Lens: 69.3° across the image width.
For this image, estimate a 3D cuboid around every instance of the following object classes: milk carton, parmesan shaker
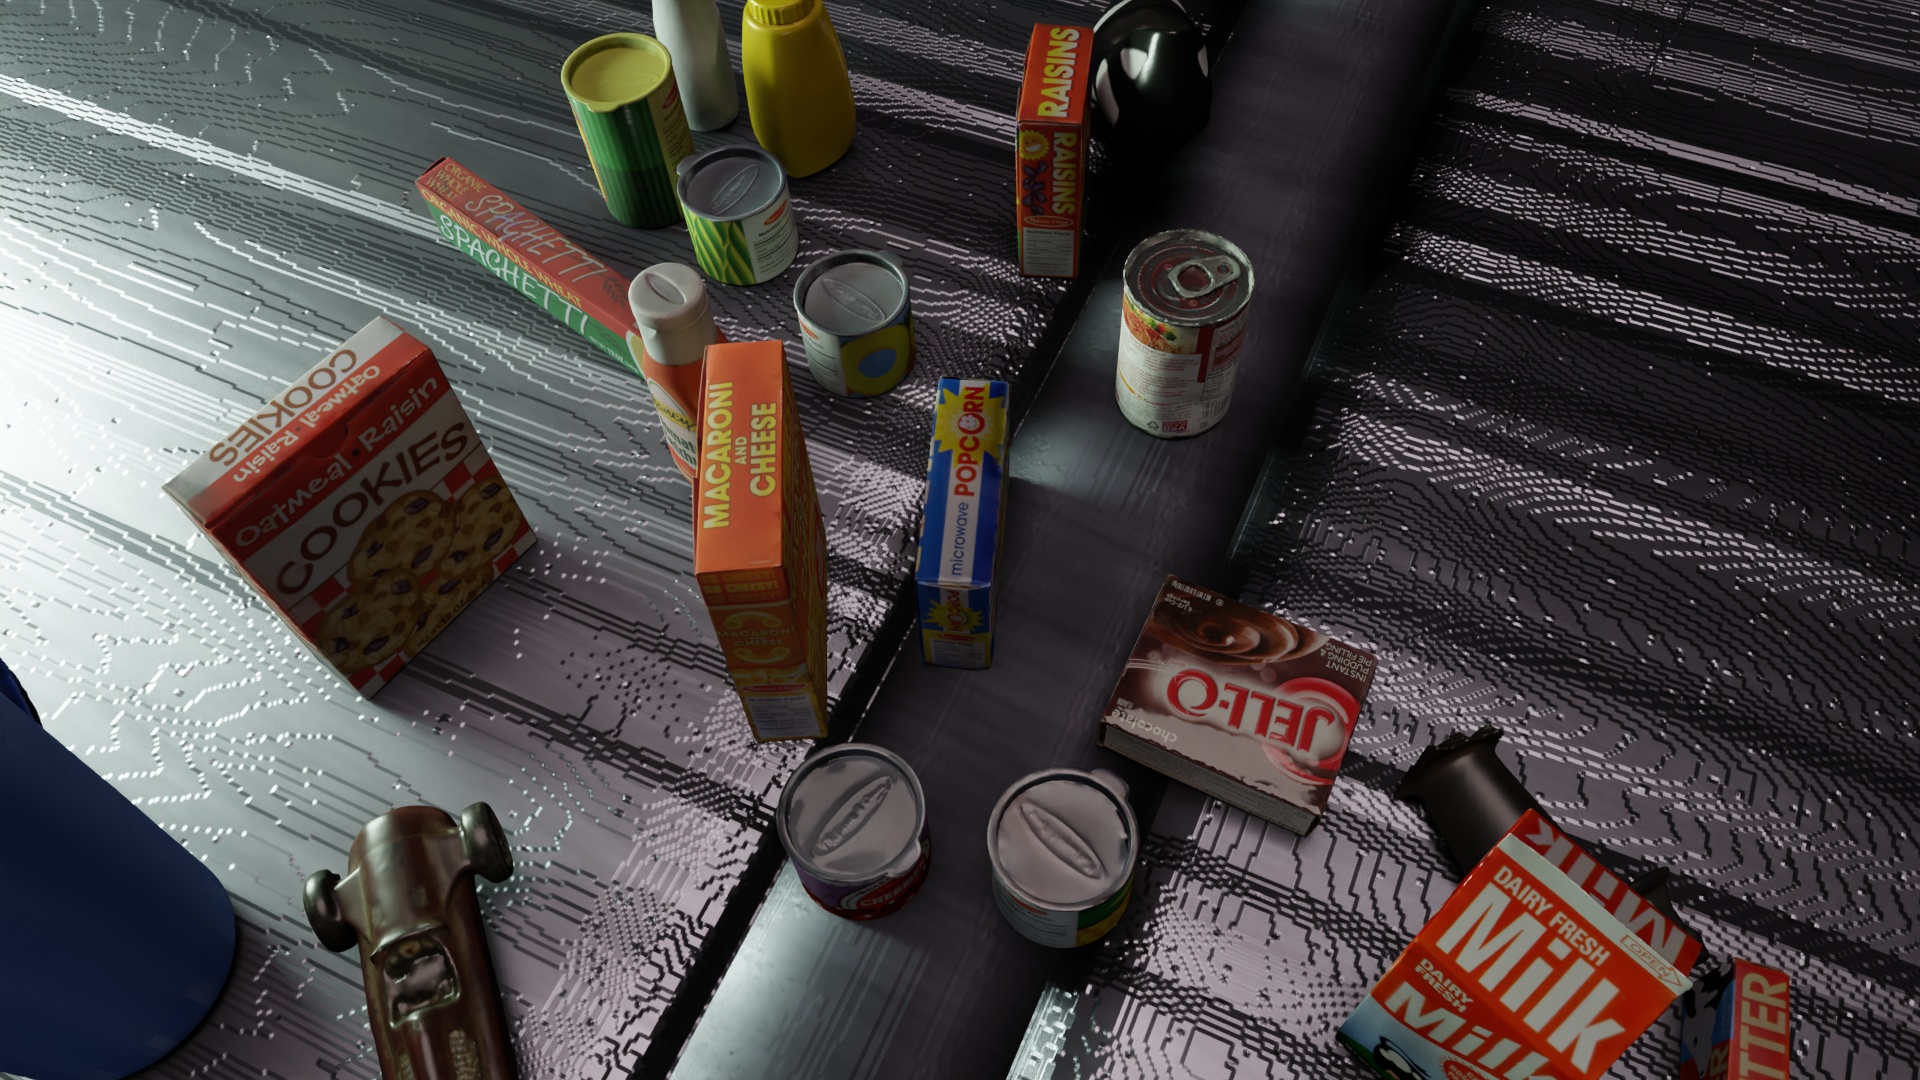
[{"bbox_3d":[0.210,0.168,0.527,0.074,0.189,0.072,-40,64,-20],"label":"milk carton"},{"bbox_3d":[-0.204,-0.252,0.869,0.071,0.102,0.071,-1,57,2],"label":"parmesan shaker"}]

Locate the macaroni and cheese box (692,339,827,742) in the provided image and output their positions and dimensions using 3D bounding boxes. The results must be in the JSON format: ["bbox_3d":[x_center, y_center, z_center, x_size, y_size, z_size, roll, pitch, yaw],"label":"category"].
[{"bbox_3d":[-0.092,0.006,0.660,0.040,0.165,0.124,-4,57,0],"label":"macaroni and cheese box"}]

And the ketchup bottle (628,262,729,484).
[{"bbox_3d":[-0.138,-0.082,0.729,0.065,0.148,0.044,37,66,23],"label":"ketchup bottle"}]

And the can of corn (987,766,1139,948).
[{"bbox_3d":[0.048,0.143,0.629,0.071,0.058,0.071,-1,57,2],"label":"can of corn"}]

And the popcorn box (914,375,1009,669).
[{"bbox_3d":[0.003,-0.009,0.713,0.038,0.084,0.127,3,57,5],"label":"popcorn box"}]

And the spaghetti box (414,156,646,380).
[{"bbox_3d":[-0.237,-0.156,0.840,0.250,0.050,0.029,35,65,22],"label":"spaghetti box"}]

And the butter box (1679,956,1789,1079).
[{"bbox_3d":[0.313,0.228,0.565,0.024,0.053,0.104,14,59,12],"label":"butter box"}]

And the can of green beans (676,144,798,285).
[{"bbox_3d":[-0.137,-0.201,0.860,0.071,0.057,0.071,-1,57,2],"label":"can of green beans"}]

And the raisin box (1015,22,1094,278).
[{"bbox_3d":[0.056,-0.231,0.832,0.040,0.122,0.086,6,58,6],"label":"raisin box"}]

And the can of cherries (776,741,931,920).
[{"bbox_3d":[-0.046,0.136,0.637,0.071,0.058,0.072,-1,57,2],"label":"can of cherries"}]

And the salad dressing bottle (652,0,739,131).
[{"bbox_3d":[-0.177,-0.335,0.895,0.044,0.147,0.064,-5,57,-1],"label":"salad dressing bottle"}]

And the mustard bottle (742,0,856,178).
[{"bbox_3d":[-0.104,-0.302,0.863,0.065,0.159,0.049,-37,63,-19],"label":"mustard bottle"}]

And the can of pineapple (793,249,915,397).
[{"bbox_3d":[-0.058,-0.126,0.808,0.071,0.057,0.071,-1,57,2],"label":"can of pineapple"}]

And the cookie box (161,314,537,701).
[{"bbox_3d":[-0.287,-0.011,0.679,0.040,0.166,0.123,31,64,20],"label":"cookie box"}]
